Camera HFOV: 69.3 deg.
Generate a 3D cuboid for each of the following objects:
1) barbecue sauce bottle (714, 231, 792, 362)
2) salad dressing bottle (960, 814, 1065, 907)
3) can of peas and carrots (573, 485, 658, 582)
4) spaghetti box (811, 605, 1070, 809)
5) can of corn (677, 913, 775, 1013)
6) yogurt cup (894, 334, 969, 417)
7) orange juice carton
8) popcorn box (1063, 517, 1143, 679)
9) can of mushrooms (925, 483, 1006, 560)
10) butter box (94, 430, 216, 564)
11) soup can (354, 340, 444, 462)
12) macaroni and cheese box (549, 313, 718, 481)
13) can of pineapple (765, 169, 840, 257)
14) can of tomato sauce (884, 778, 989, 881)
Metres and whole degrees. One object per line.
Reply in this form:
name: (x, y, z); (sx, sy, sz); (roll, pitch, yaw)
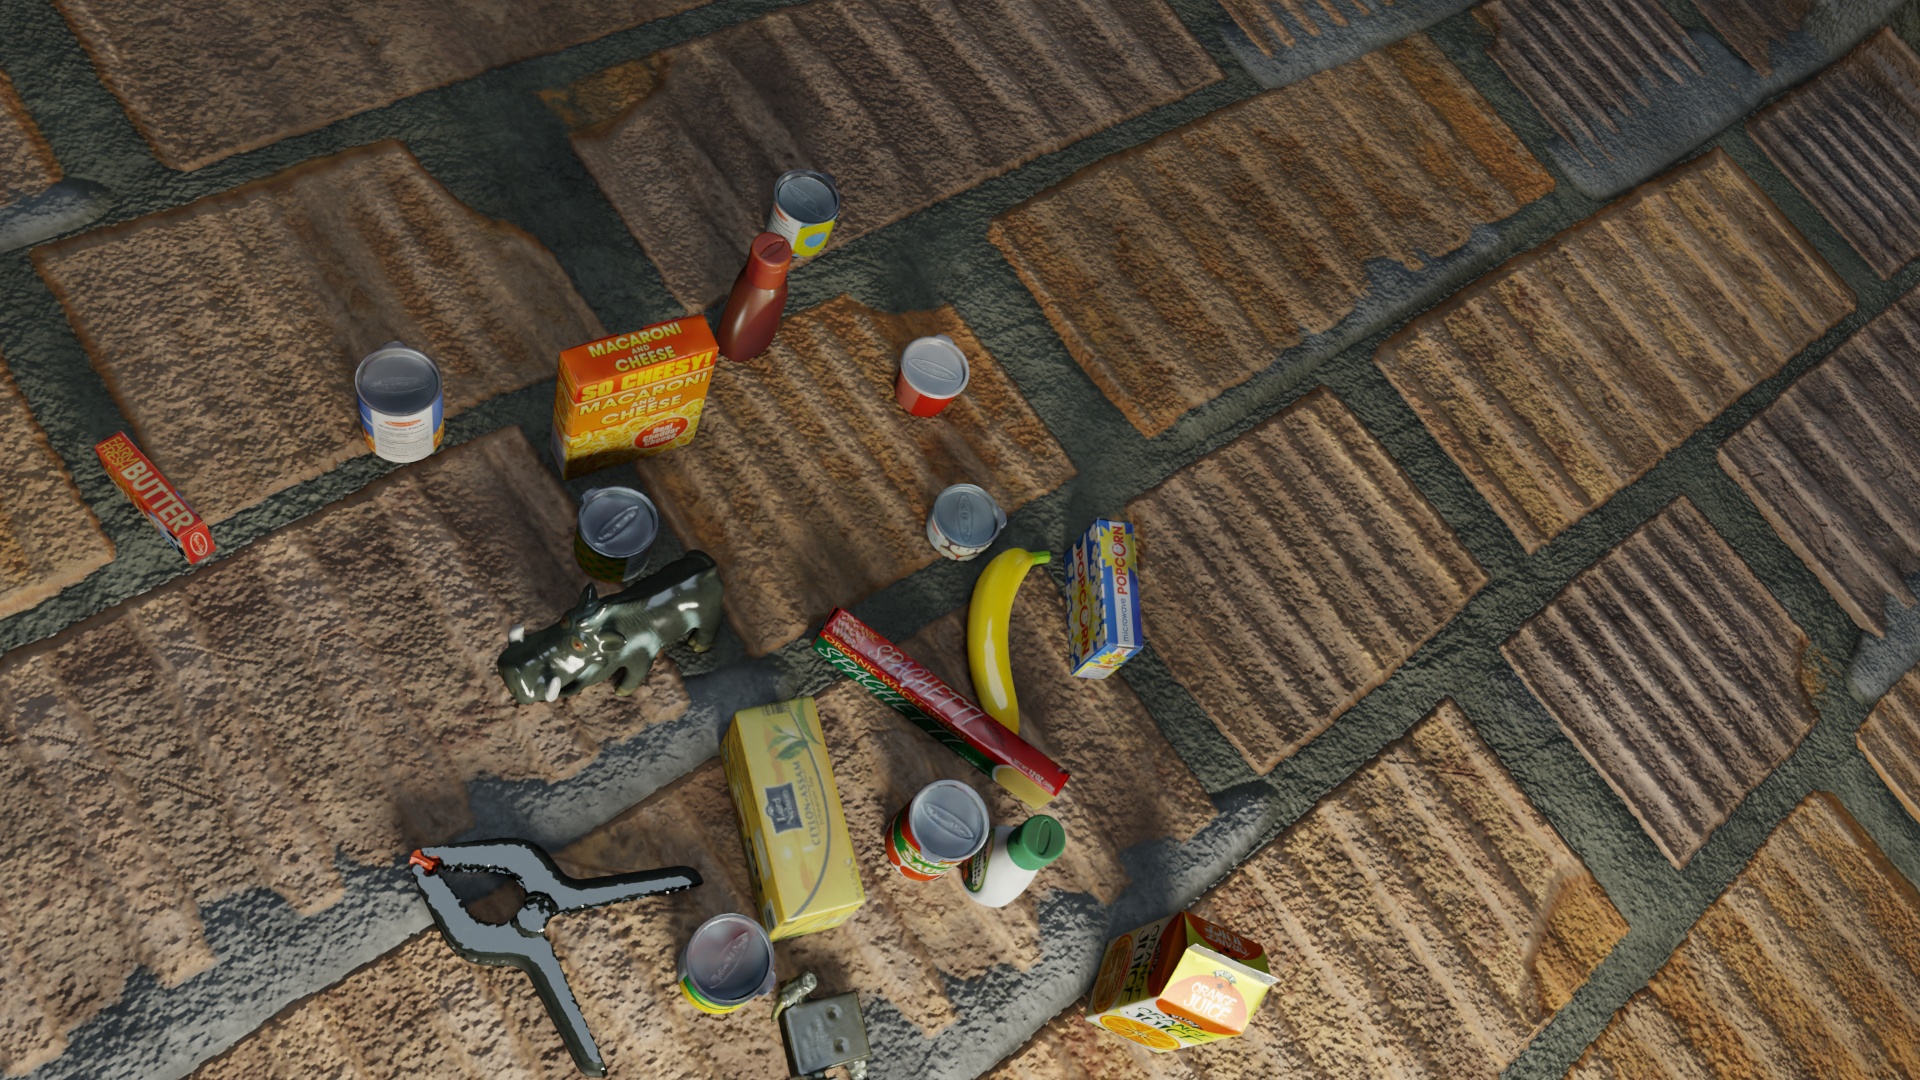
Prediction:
barbecue sauce bottle: (-0.185, -0.223, 1.268); (0.044, 0.148, 0.065); (45, 60, 5)
salad dressing bottle: (0.042, 0.254, 1.115); (0.044, 0.147, 0.064); (20, 61, -9)
can of peas and carrots: (-0.294, -0.006, 1.177); (0.071, 0.058, 0.071); (8, 63, -16)
spaghetti box: (-0.019, 0.146, 1.203); (0.250, 0.050, 0.029); (36, 59, 0)
can of corn: (-0.177, 0.324, 1.057); (0.071, 0.058, 0.071); (8, 63, -16)
yogurt cup: (-0.031, -0.155, 1.344); (0.072, 0.053, 0.072); (8, 63, -16)
orange juice carton: (0.173, 0.345, 1.090); (0.072, 0.191, 0.073); (26, 60, -6)
popcorn box: (0.130, 0.055, 1.279); (0.038, 0.085, 0.127); (7, 63, -16)
can of mushrooms: (0.005, -0.016, 1.300); (0.071, 0.033, 0.071); (8, 63, -16)
butter box: (-0.625, -0.033, 1.078); (0.103, 0.053, 0.024); (45, 60, 6)
soup can: (-0.465, -0.114, 1.155); (0.071, 0.083, 0.071); (8, 63, -16)
macaroni and cheese box: (-0.279, -0.120, 1.175); (0.124, 0.165, 0.040); (-21, 74, -26)
can of pineapple: (-0.156, -0.325, 1.381); (0.071, 0.057, 0.071); (8, 63, -16)
can of tomato sauce: (-0.021, 0.240, 1.137); (0.071, 0.082, 0.071); (8, 63, -16)
